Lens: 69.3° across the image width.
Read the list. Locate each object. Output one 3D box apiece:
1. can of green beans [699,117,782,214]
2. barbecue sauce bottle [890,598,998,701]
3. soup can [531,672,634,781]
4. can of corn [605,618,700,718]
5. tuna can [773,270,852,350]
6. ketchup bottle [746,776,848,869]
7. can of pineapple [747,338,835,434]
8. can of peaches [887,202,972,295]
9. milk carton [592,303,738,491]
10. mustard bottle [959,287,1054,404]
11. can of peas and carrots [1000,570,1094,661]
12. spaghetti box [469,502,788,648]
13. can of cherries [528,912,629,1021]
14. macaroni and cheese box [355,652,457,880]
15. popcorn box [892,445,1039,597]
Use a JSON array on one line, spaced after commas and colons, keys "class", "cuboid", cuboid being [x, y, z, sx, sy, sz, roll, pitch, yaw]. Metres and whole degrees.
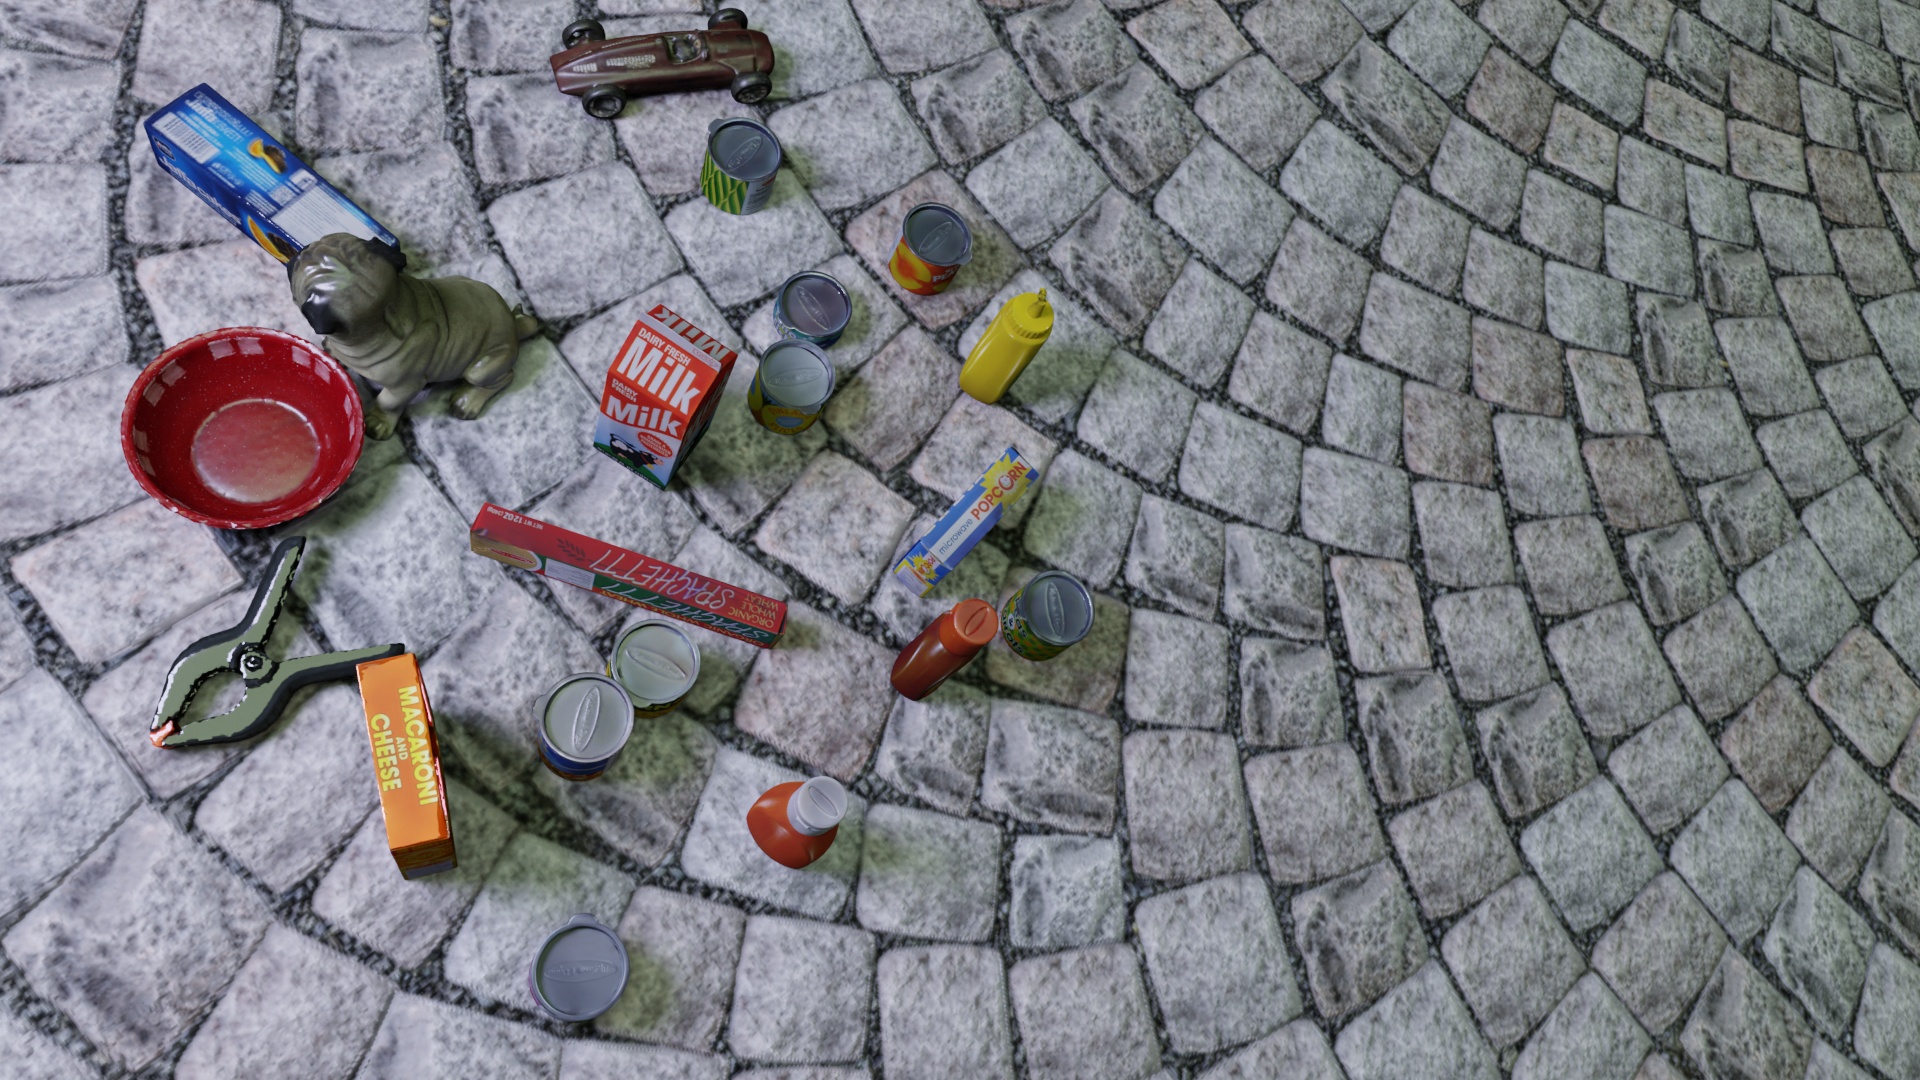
[{"class": "can of green beans", "cuboid": [-0.198, -0.336, 1.248, 0.071, 0.057, 0.071, 6, 69, -17]}, {"class": "barbecue sauce bottle", "cuboid": [-0.011, 0.084, 1.104, 0.043, 0.148, 0.065, 42, 63, -1]}, {"class": "soup can", "cuboid": [-0.281, 0.138, 1.027, 0.071, 0.083, 0.071, 6, 69, -17]}, {"class": "can of corn", "cuboid": [-0.239, 0.102, 1.070, 0.071, 0.058, 0.071, 6, 69, -17]}, {"class": "tuna can", "cuboid": [-0.134, -0.202, 1.234, 0.071, 0.032, 0.071, 6, 69, -17]}, {"class": "ketchup bottle", "cuboid": [-0.117, 0.205, 1.022, 0.065, 0.148, 0.044, 45, 63, 1]}, {"class": "can of pineapple", "cuboid": [-0.145, -0.129, 1.189, 0.071, 0.057, 0.071, 6, 69, -17]}, {"class": "can of peaches", "cuboid": [-0.027, -0.266, 1.280, 0.071, 0.058, 0.071, 6, 69, -17]}, {"class": "milk carton", "cuboid": [-0.230, -0.116, 1.081, 0.072, 0.189, 0.074, 33, 64, -5]}, {"class": "mustard bottle", "cuboid": [0.046, -0.175, 1.214, 0.049, 0.159, 0.065, 33, 64, -5]}, {"class": "can of peas and carrots", "cuboid": [0.072, 0.066, 1.189, 0.071, 0.058, 0.071, 6, 69, -17]}, {"class": "spaghetti box", "cuboid": [-0.258, 0.030, 1.094, 0.250, 0.050, 0.029, 19, 66, -11]}, {"class": "can of cherries", "cuboid": [-0.270, 0.303, 0.984, 0.071, 0.058, 0.072, 6, 69, -17]}, {"class": "macaroni and cheese box", "cuboid": [-0.373, 0.157, 0.943, 0.040, 0.165, 0.124, -11, 75, -22]}, {"class": "popcorn box", "cuboid": [0.004, -0.015, 1.182, 0.038, 0.085, 0.127, 43, 63, 0]}]
